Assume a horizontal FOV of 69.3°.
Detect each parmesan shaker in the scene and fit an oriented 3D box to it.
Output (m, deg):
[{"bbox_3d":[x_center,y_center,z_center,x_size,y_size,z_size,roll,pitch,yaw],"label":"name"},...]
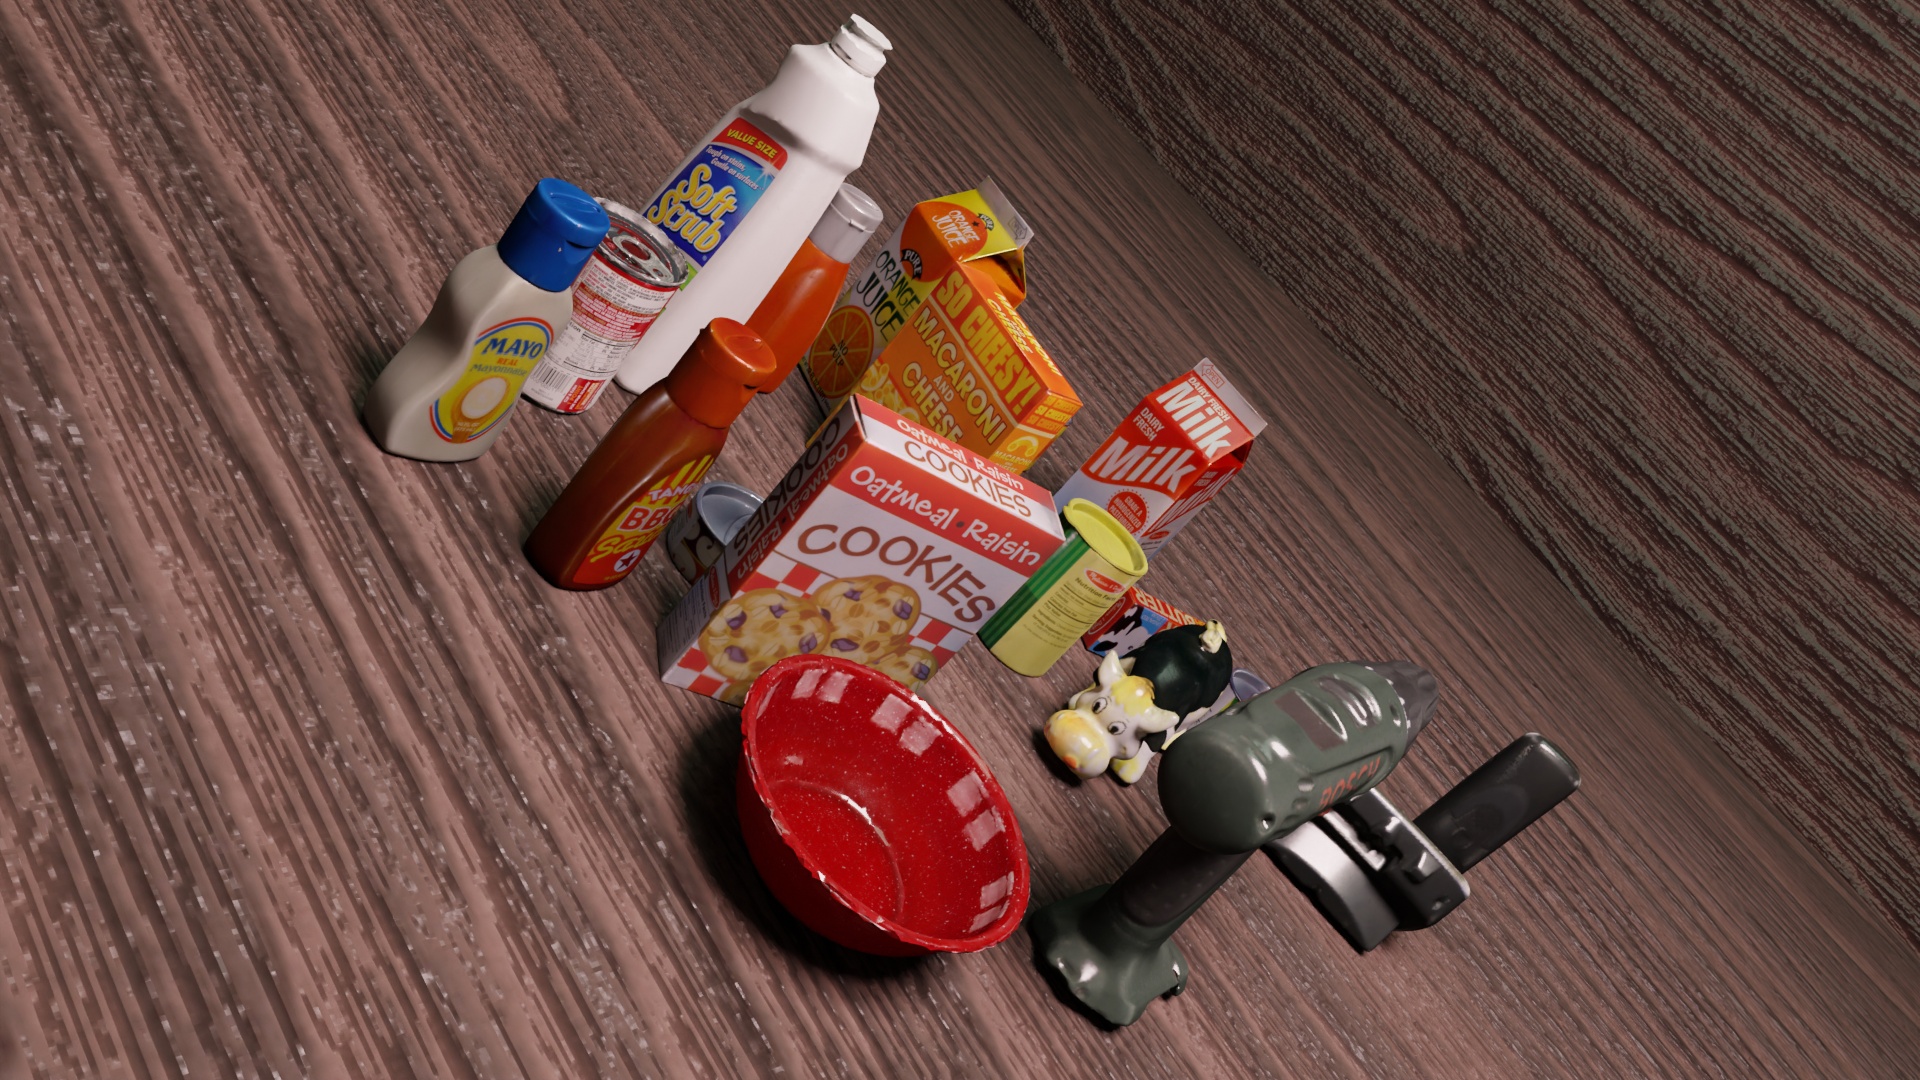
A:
[{"bbox_3d":[0.060,0.030,0.900,0.071,0.102,0.071,34,25,-19],"label":"parmesan shaker"}]

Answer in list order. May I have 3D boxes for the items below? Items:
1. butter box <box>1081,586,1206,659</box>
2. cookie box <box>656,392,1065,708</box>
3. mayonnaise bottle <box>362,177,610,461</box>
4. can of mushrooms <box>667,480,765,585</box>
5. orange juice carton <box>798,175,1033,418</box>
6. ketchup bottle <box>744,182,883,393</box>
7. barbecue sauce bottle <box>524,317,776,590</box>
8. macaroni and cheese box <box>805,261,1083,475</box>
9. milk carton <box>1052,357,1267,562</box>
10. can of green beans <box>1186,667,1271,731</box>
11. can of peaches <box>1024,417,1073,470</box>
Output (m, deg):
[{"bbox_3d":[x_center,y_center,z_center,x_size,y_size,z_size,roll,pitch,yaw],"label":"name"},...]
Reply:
[{"bbox_3d":[0.142,0.072,1.013,0.103,0.053,0.024,26,29,-33],"label":"butter box"},{"bbox_3d":[-0.049,0.020,0.674,0.123,0.167,0.040,25,29,-34],"label":"cookie box"},{"bbox_3d":[-0.216,-0.100,0.644,0.041,0.147,0.065,53,26,21],"label":"mayonnaise bottle"},{"bbox_3d":[-0.122,0.004,0.755,0.071,0.033,0.071,34,26,-19],"label":"can of mushrooms"},{"bbox_3d":[-0.025,-0.165,0.981,0.073,0.192,0.072,16,36,-46],"label":"orange juice carton"},{"bbox_3d":[-0.108,-0.166,0.912,0.064,0.148,0.044,25,29,-34],"label":"ketchup bottle"},{"bbox_3d":[-0.143,-0.040,0.655,0.044,0.148,0.065,48,24,11],"label":"barbecue sauce bottle"},{"bbox_3d":[-0.015,-0.073,0.879,0.040,0.166,0.124,12,38,-49],"label":"macaroni and cheese box"},{"bbox_3d":[0.139,-0.044,1.032,0.072,0.190,0.073,52,25,19],"label":"milk carton"},{"bbox_3d":[0.197,0.134,0.989,0.071,0.057,0.071,34,26,-19],"label":"can of green beans"},{"bbox_3d":[0.048,-0.100,1.148,0.071,0.058,0.071,34,26,-19],"label":"can of peaches"}]
